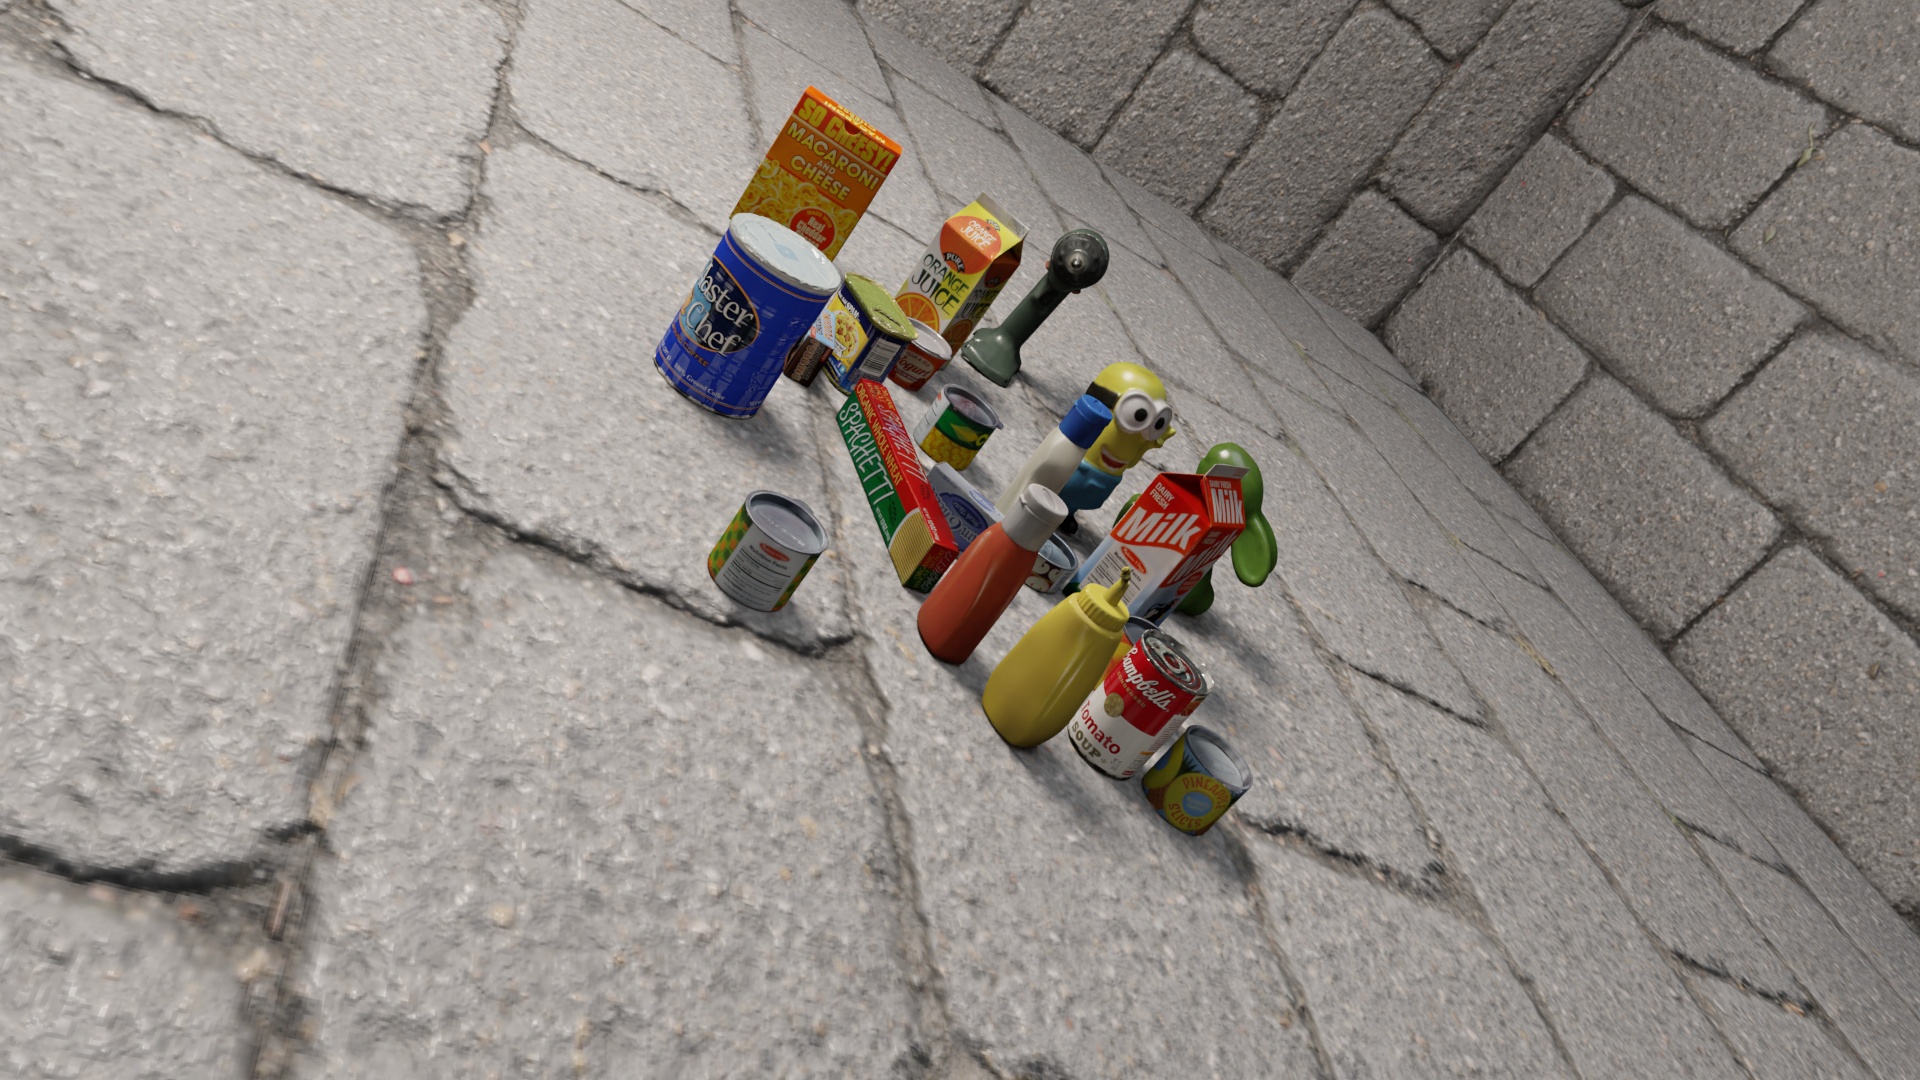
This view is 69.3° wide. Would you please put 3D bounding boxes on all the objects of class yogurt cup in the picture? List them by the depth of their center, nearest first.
[{"bbox_3d":[-0.051,-0.195,1.460,0.072,0.053,0.073,30,25,-15],"label":"yogurt cup"}]

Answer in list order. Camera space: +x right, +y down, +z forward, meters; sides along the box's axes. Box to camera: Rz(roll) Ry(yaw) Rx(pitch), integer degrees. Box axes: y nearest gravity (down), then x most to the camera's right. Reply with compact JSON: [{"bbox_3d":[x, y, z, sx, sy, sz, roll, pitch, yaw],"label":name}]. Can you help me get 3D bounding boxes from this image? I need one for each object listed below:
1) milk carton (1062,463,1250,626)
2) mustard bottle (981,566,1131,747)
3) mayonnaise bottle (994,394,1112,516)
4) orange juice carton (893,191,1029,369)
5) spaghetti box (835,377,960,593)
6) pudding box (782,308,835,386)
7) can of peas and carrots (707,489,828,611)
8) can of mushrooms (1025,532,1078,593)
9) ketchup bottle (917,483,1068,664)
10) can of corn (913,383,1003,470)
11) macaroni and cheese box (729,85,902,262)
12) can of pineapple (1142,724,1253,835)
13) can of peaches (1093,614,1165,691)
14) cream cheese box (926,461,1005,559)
[{"bbox_3d":[0.187,0.003,1.262,0.072,0.189,0.073,1,42,-54],"label":"milk carton"},{"bbox_3d":[0.080,0.080,1.015,0.049,0.159,0.065,9,36,-47],"label":"mustard bottle"},{"bbox_3d":[0.086,-0.070,1.307,0.041,0.147,0.065,33,24,-10],"label":"mayonnaise bottle"},{"bbox_3d":[-0.005,-0.280,1.505,0.072,0.192,0.073,44,24,15],"label":"orange juice carton"},{"bbox_3d":[-0.058,-0.054,1.203,0.028,0.050,0.251,20,29,-34],"label":"spaghetti box"},{"bbox_3d":[-0.144,-0.189,1.328,0.030,0.049,0.084,28,25,-20],"label":"pudding box"},{"bbox_3d":[-0.135,0.006,0.980,0.071,0.058,0.071,30,25,-15],"label":"can of peas and carrots"},{"bbox_3d":[0.071,0.014,1.276,0.071,0.033,0.071,30,25,-15],"label":"can of mushrooms"},{"bbox_3d":[0.024,0.023,1.056,0.043,0.148,0.065,24,27,-28],"label":"ketchup bottle"},{"bbox_3d":[-0.003,-0.110,1.368,0.071,0.058,0.071,30,25,-15],"label":"can of corn"},{"bbox_3d":[-0.159,-0.394,1.533,0.123,0.165,0.040,31,24,-14],"label":"macaroni and cheese box"},{"bbox_3d":[0.186,0.189,1.089,0.071,0.057,0.071,30,25,-15],"label":"can of pineapple"},{"bbox_3d":[0.149,0.108,1.185,0.071,0.058,0.071,30,25,-15],"label":"can of peaches"},{"bbox_3d":[0.004,-0.015,1.214,0.104,0.053,0.024,43,24,12],"label":"cream cheese box"}]
